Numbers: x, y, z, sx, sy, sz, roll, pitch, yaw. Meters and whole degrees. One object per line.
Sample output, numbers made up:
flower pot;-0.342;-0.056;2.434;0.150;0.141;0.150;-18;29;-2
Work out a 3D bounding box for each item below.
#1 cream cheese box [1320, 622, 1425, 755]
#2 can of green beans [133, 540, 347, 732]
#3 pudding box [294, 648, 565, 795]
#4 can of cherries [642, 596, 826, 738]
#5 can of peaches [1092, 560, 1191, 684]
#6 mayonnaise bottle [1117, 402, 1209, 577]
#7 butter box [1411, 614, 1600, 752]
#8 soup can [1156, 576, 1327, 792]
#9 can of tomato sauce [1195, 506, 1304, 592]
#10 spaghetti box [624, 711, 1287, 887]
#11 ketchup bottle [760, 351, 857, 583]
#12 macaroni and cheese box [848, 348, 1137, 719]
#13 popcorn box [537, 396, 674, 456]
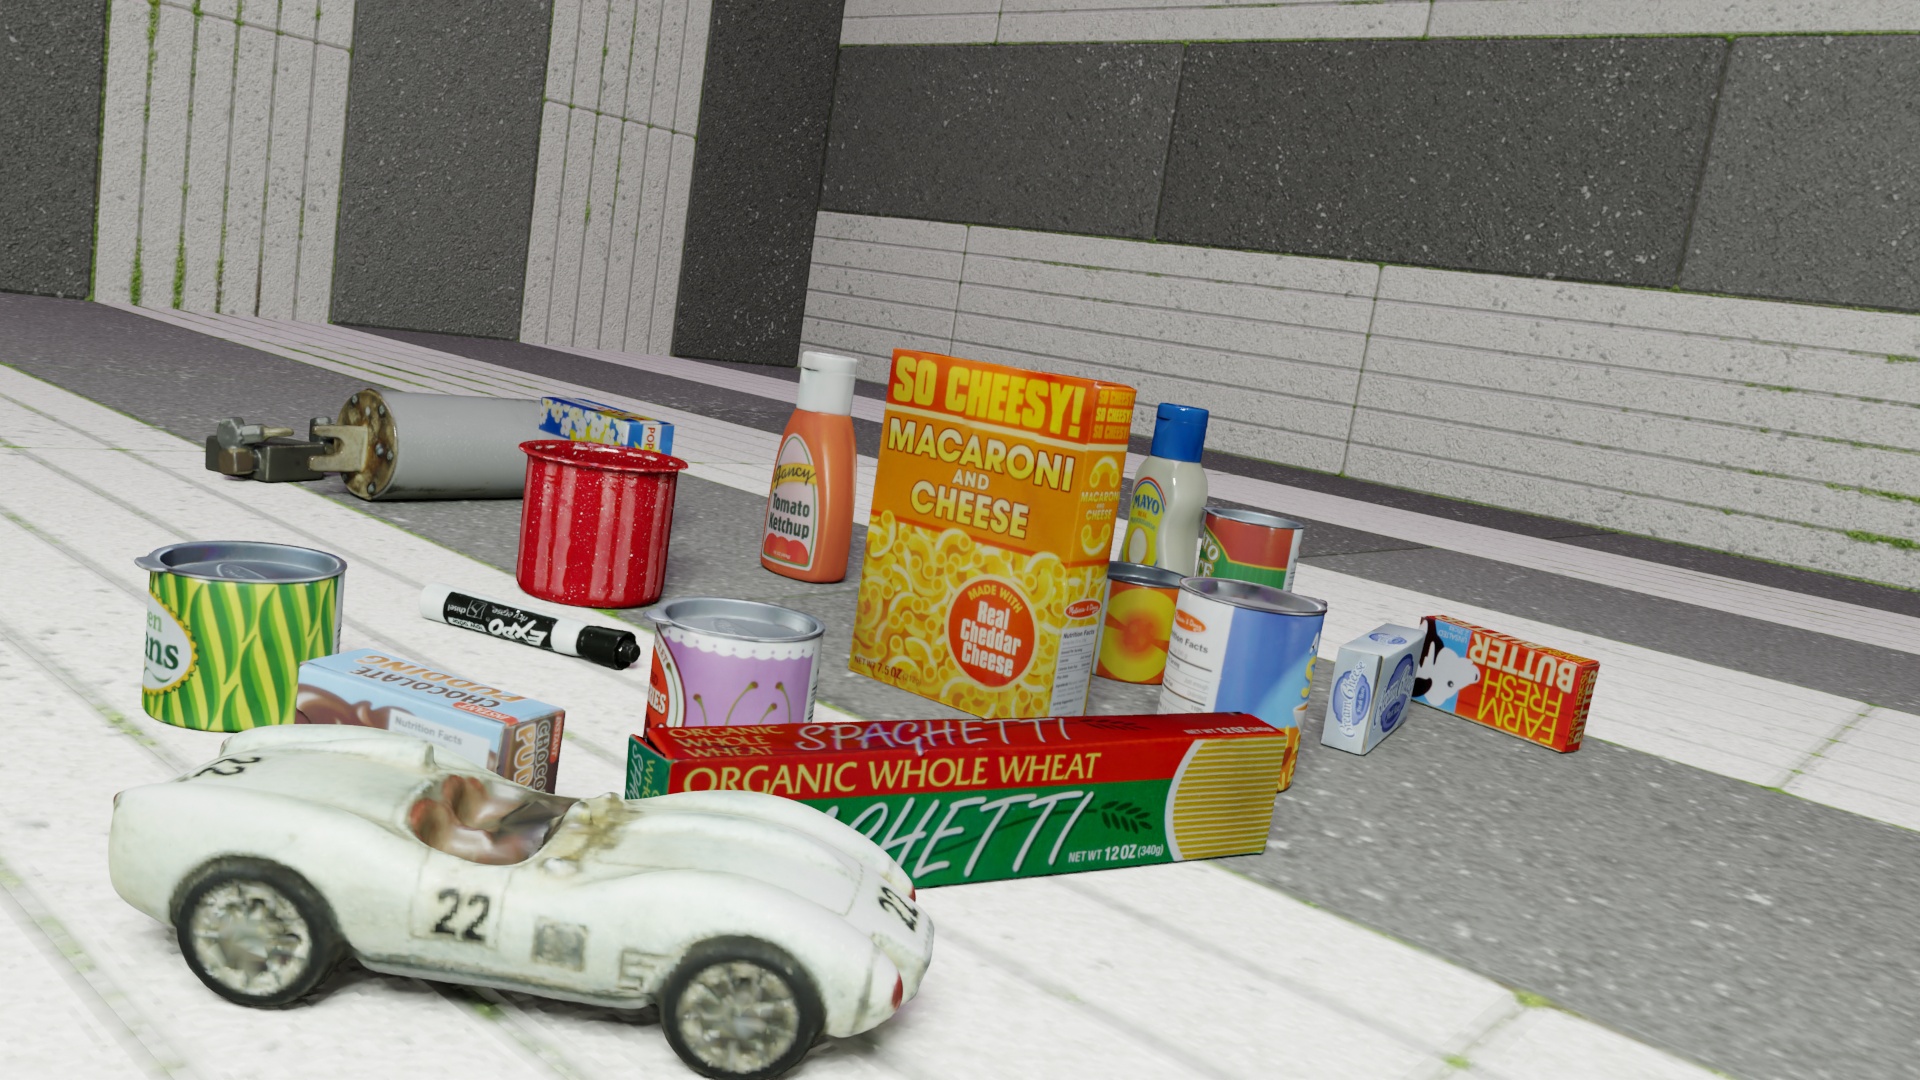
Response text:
cream cheese box;0.220;0.077;0.737;0.024;0.053;0.104;13;10;28
can of green beans;-0.269;0.035;0.522;0.071;0.057;0.071;8;9;-1
pudding box;-0.169;0.068;0.436;0.084;0.049;0.030;12;9;21
can of cherries;-0.092;0.057;0.546;0.071;0.058;0.071;8;9;-1
can of peaches;0.100;0.047;0.798;0.071;0.058;0.071;8;9;-1
mayonnaise bottle;0.145;-0.022;0.984;0.041;0.147;0.065;4;10;-29
butter box;0.310;0.081;0.798;0.024;0.053;0.103;2;11;-39
soup can;0.127;0.064;0.629;0.071;0.083;0.071;8;9;-1
can of tomato sauce;0.192;0.024;0.947;0.071;0.083;0.071;8;9;-1
spaghetti box;0.009;0.088;0.475;0.250;0.050;0.029;3;10;-32
ketchup bottle;-0.096;-0.049;0.924;0.065;0.148;0.043;16;11;40
macaroni and cheese box;0.013;-0.003;0.677;0.124;0.166;0.040;15;10;36
popcorn box;-0.258;-0.052;0.991;0.038;0.085;0.127;0;12;-45
